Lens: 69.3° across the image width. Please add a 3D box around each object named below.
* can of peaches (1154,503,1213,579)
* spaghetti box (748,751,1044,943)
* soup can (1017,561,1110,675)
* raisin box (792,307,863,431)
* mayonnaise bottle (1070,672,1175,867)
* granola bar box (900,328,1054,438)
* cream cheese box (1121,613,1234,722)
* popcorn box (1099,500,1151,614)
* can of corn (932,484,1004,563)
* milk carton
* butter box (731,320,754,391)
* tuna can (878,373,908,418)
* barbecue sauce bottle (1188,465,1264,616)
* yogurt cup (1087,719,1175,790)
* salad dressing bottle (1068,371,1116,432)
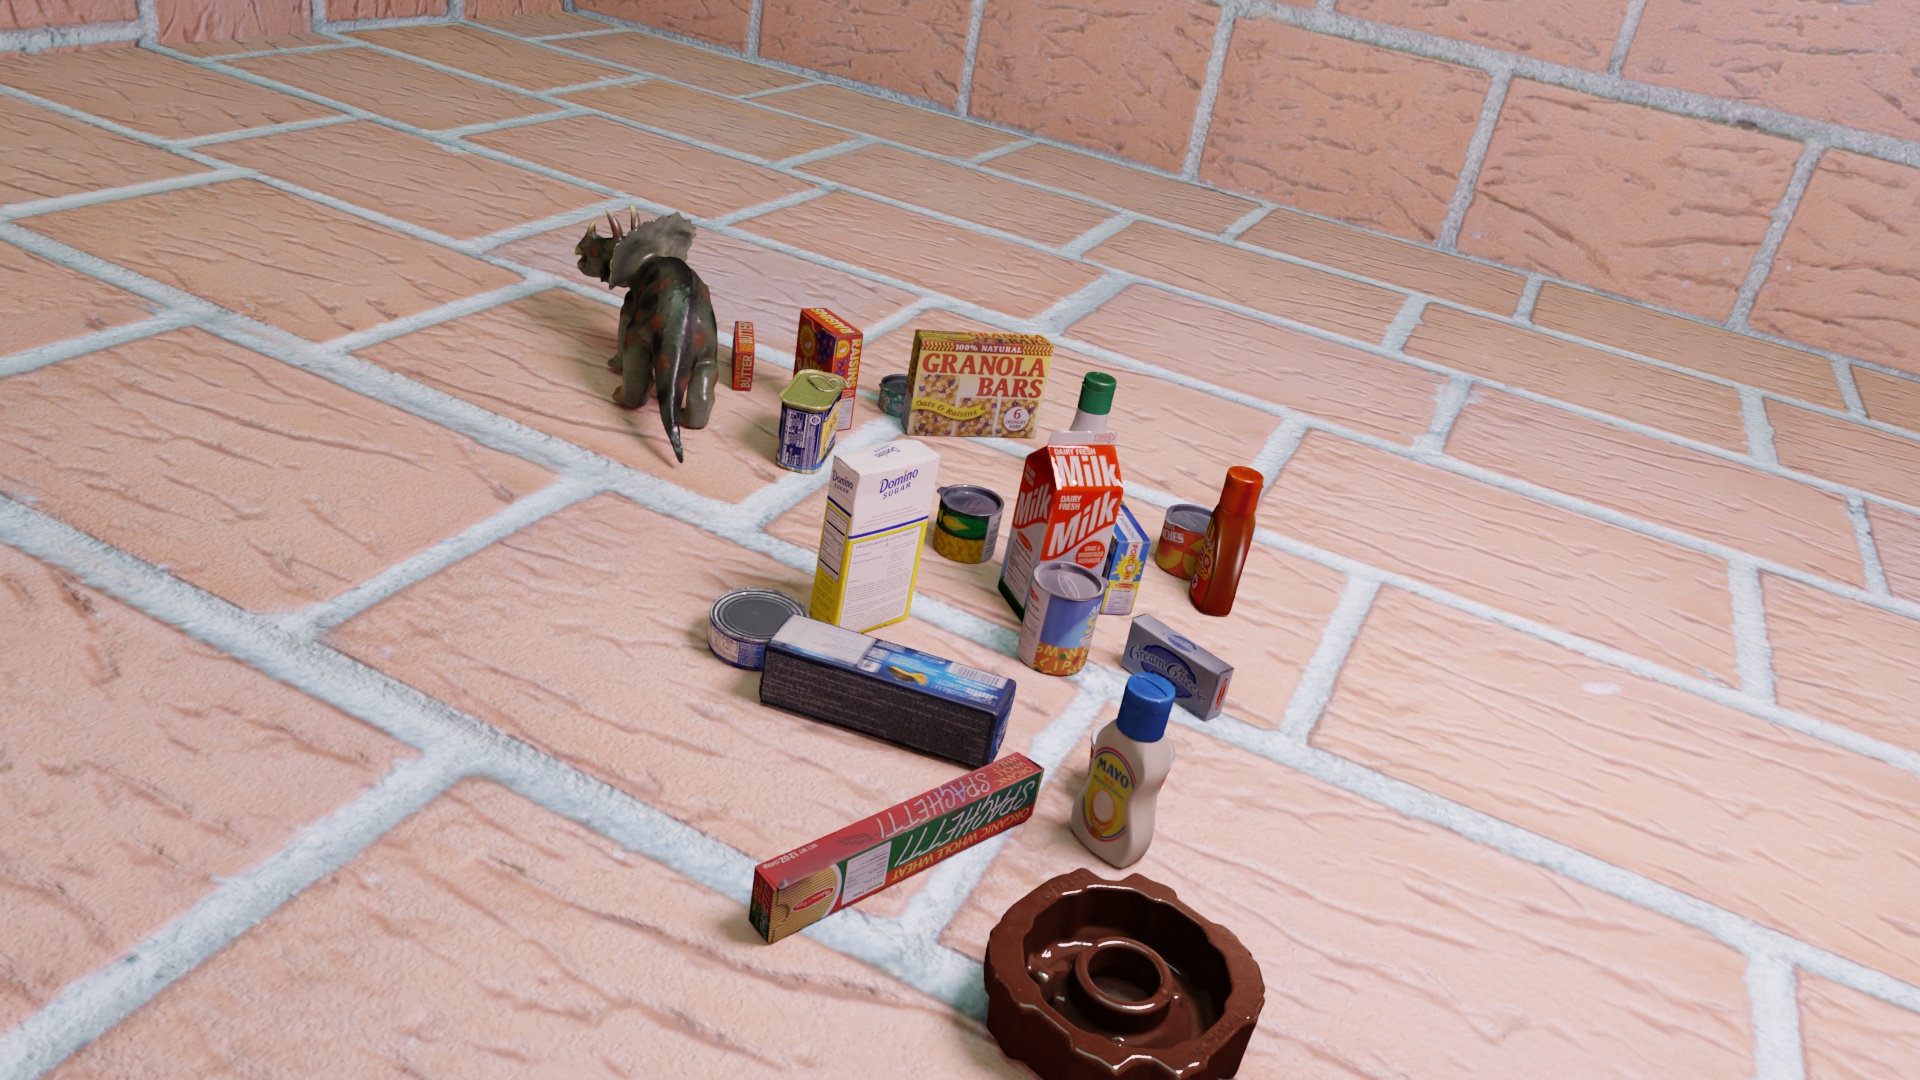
[{"bbox_3d":[0.241,0.002,1.467,0.071,0.057,0.071,8,28,-4],"label":"can of peaches"},{"bbox_3d":[-0.039,0.214,0.990,0.251,0.050,0.029,-16,38,-40],"label":"spaghetti box"},{"bbox_3d":[0.093,0.071,1.261,0.071,0.083,0.072,8,28,-4],"label":"soup can"},{"bbox_3d":[-0.159,-0.200,1.629,0.040,0.122,0.086,-11,35,-35],"label":"raisin box"},{"bbox_3d":[0.124,0.168,1.028,0.041,0.147,0.065,-16,38,-40],"label":"mayonnaise bottle"},{"bbox_3d":[0.019,-0.187,1.666,0.166,0.123,0.039,0,30,-19],"label":"granola bar box"},{"bbox_3d":[0.194,0.114,1.251,0.024,0.053,0.104,-17,39,-42],"label":"cream cheese box"},{"bbox_3d":[0.145,0.006,1.397,0.038,0.084,0.127,2,29,-16],"label":"popcorn box"},{"bbox_3d":[0.005,-0.018,1.420,0.071,0.058,0.071,8,28,-4],"label":"can of corn"},{"bbox_3d":[0.097,-0.018,1.313,0.072,0.189,0.074,-2,31,-23],"label":"milk carton"},{"bbox_3d":[-0.269,-0.228,1.715,0.024,0.052,0.104,4,29,-12],"label":"butter box"},{"bbox_3d":[-0.070,-0.177,1.713,0.071,0.032,0.071,8,28,-4],"label":"tuna can"},{"bbox_3d":[0.267,-0.001,1.387,0.044,0.147,0.065,7,28,-6],"label":"barbecue sauce bottle"},{"bbox_3d":[0.132,0.183,1.102,0.072,0.053,0.073,8,28,-4],"label":"yogurt cup"},{"bbox_3d":[0.141,-0.114,1.550,0.044,0.147,0.064,4,29,-12],"label":"salad dressing bottle"}]
